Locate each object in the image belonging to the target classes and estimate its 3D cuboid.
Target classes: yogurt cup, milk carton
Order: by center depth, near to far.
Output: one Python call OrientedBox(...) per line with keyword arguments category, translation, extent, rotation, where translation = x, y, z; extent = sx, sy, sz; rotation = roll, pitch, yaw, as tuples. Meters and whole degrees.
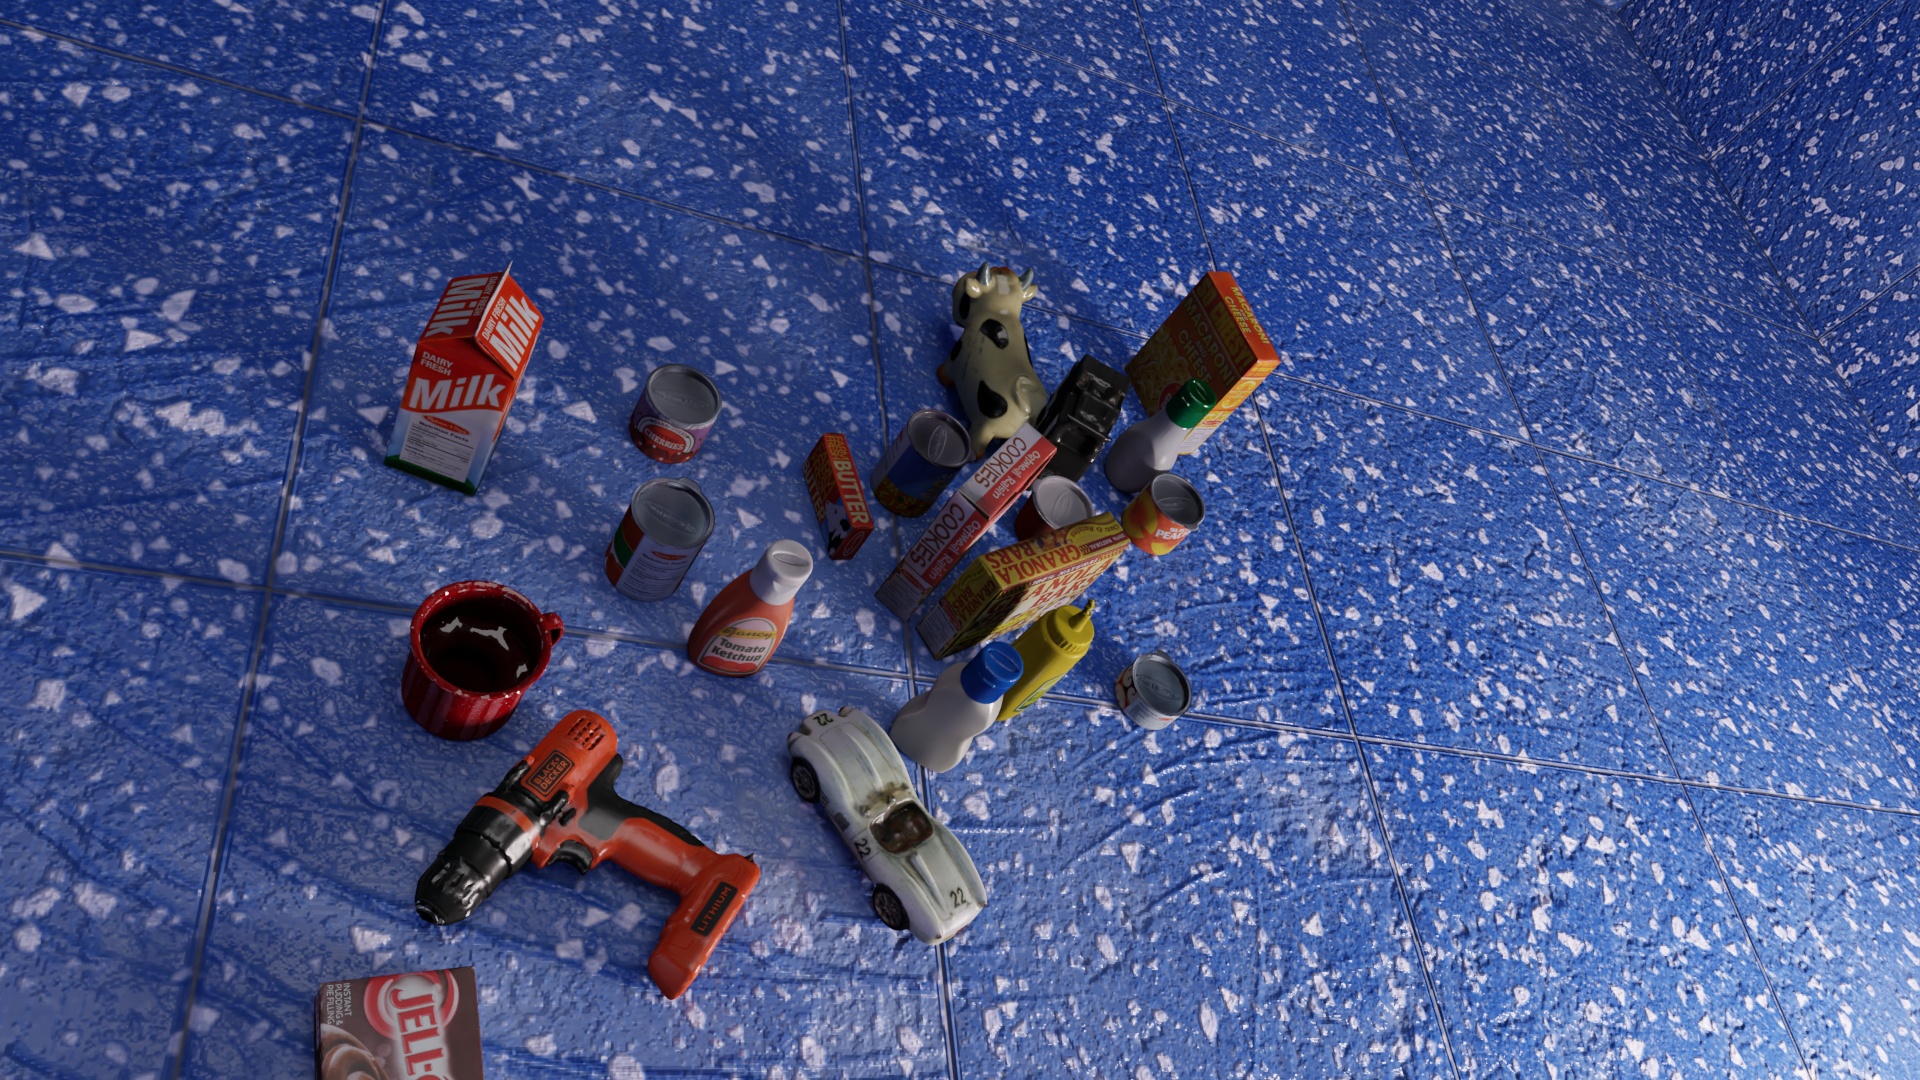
OrientedBox(category="milk carton", translation=(-0.368, -0.123, 1.036), extent=(0.073, 0.189, 0.073), rotation=(22, 48, -17))
OrientedBox(category="yogurt cup", translation=(0.088, -0.021, 1.343), extent=(0.072, 0.053, 0.073), rotation=(17, 50, -21))

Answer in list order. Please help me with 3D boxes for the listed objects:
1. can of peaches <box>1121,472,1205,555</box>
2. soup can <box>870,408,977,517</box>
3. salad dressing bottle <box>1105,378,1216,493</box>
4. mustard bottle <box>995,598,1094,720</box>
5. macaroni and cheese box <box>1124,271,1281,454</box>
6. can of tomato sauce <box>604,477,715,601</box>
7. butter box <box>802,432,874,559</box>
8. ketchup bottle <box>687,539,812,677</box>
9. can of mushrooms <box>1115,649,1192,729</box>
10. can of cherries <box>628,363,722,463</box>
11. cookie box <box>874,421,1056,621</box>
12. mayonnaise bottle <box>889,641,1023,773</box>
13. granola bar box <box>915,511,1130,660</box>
OrientedBox(category="can of peaches", translation=(0.207, -0.025, 1.418), extent=(0.071, 0.057, 0.071), rotation=(17, 50, -21))
OrientedBox(category="soup can", translation=(-0.035, -0.069, 1.281), extent=(0.071, 0.083, 0.072), rotation=(17, 50, -21))
OrientedBox(category="salad dressing bottle", translation=(0.204, -0.106, 1.415), extent=(0.044, 0.147, 0.064), rotation=(-18, 68, -40))
OrientedBox(category="mustard bottle", translation=(0.070, 0.096, 1.168), extent=(0.065, 0.159, 0.049), rotation=(-27, 74, -42))
OrientedBox(category="macaroni and cheese box", translation=(0.258, -0.190, 1.501), extent=(0.040, 0.165, 0.124), rotation=(-5, 60, -35))
OrientedBox(category="can of tomato sauce", translation=(-0.239, -0.001, 1.100), extent=(0.071, 0.082, 0.071), rotation=(17, 50, -21))
OrientedBox(category="butter box", translation=(-0.109, -0.040, 1.233), extent=(0.024, 0.053, 0.104), rotation=(0, 58, -33))
OrientedBox(category="ketchup bottle", translation=(-0.158, 0.052, 1.065), extent=(0.065, 0.148, 0.044), rotation=(14, 51, -24))
OrientedBox(category="can of mushrooms", translation=(0.180, 0.139, 1.293), extent=(0.071, 0.033, 0.071), rotation=(17, 50, -21))
OrientedBox(category="can of cherries", translation=(-0.246, -0.107, 1.193), extent=(0.071, 0.058, 0.072), rotation=(17, 50, -21))
OrientedBox(category="cookie box", translation=(0.004, -0.015, 1.206), extent=(0.040, 0.166, 0.123), rotation=(42, 45, 1))
OrientedBox(category="mayonnaise bottle", translation=(0.000, 0.131, 1.105), extent=(0.065, 0.147, 0.041), rotation=(37, 45, -3))
OrientedBox(category="granola bar box", translation=(0.057, 0.040, 1.227), extent=(0.166, 0.123, 0.039), rotation=(-18, 68, -40))
